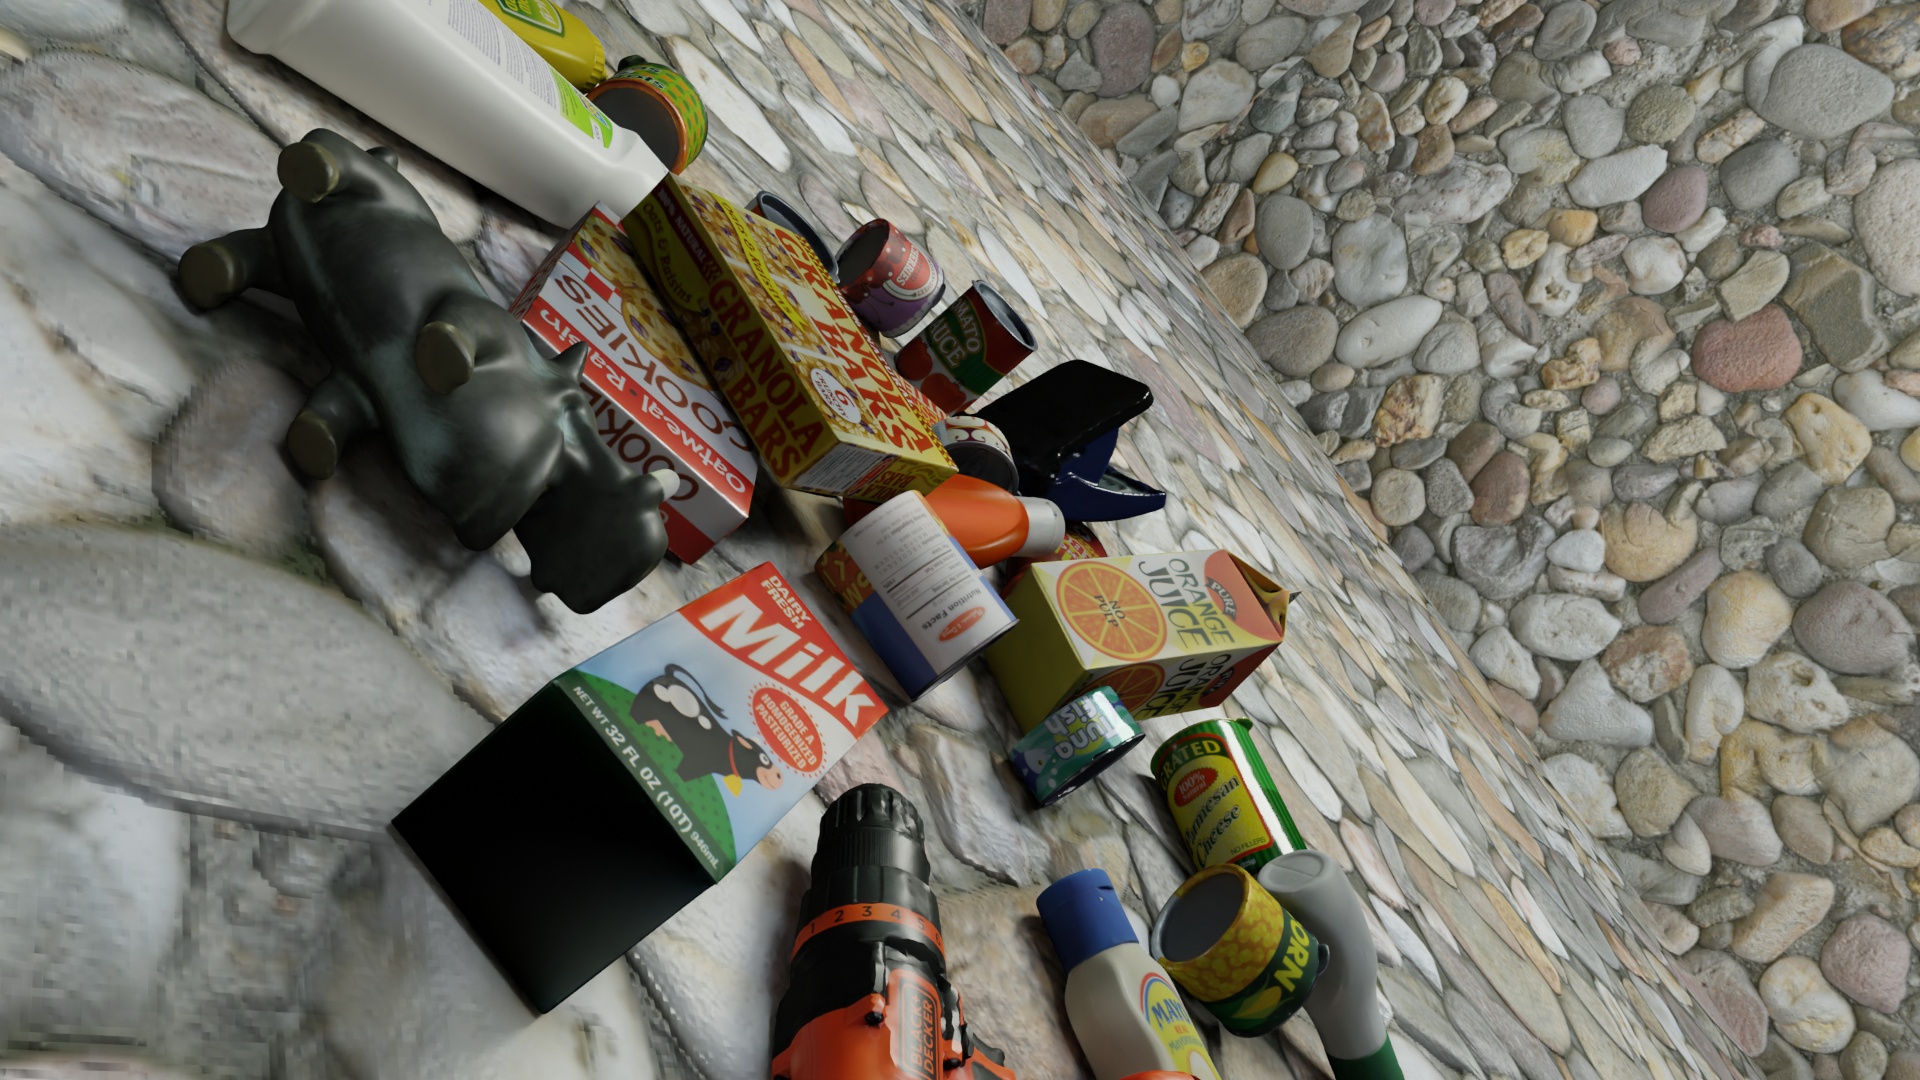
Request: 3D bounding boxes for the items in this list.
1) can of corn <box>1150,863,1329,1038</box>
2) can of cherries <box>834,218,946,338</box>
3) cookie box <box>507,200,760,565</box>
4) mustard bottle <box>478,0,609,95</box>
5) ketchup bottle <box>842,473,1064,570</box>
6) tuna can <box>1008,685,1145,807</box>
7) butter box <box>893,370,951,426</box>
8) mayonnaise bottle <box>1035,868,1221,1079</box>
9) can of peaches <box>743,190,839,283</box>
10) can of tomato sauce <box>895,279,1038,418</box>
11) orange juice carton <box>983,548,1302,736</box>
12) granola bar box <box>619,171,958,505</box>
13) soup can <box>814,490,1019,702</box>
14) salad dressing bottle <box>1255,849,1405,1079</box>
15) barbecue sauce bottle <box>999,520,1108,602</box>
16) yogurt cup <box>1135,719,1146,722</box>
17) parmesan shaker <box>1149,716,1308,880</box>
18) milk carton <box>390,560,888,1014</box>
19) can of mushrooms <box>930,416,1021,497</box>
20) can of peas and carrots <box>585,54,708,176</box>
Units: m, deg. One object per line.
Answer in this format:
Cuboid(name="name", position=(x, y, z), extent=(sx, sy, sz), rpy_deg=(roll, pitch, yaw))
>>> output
Cuboid(name="can of corn", position=(0.142, 0.208, 0.712), extent=(0.058, 0.071, 0.071), rpy_deg=(45, 20, -14))
Cuboid(name="can of cherries", position=(-0.053, -0.190, 1.000), extent=(0.058, 0.071, 0.072), rpy_deg=(38, 23, -33))
Cuboid(name="cookie box", position=(-0.147, -0.077, 0.637), extent=(0.122, 0.040, 0.168), rpy_deg=(43, 20, -23))
Cuboid(name="mustard bottle", position=(-0.244, -0.280, 0.773), extent=(0.065, 0.048, 0.160), rpy_deg=(57, 20, 12))
Cuboid(name="ketchup bottle", position=(0.003, -0.010, 0.796), extent=(0.149, 0.043, 0.065), rpy_deg=(3, 50, -49))
Cuboid(name="tuna can", position=(0.060, 0.106, 0.719), extent=(0.033, 0.071, 0.071), rpy_deg=(55, 19, 16))
Cuboid(name="butter box", position=(-0.040, -0.083, 0.906), extent=(0.103, 0.024, 0.053), rpy_deg=(37, 24, -33))
Cuboid(name="mayonnaise bottle", position=(0.078, 0.216, 0.601), extent=(0.065, 0.041, 0.148), rpy_deg=(23, 34, -51))
Cuboid(name="can of peaches", position=(-0.116, -0.164, 0.834), extent=(0.071, 0.058, 0.071), rpy_deg=(44, 20, -20))
Cuboid(name="can of tomato sauce", position=(0.003, -0.139, 1.011), extent=(0.071, 0.083, 0.071), rpy_deg=(43, 20, -20))
Cuboid(name="orange juice carton", position=(0.114, 0.056, 0.812), extent=(0.193, 0.071, 0.073), rpy_deg=(-4, 53, -35))
Cuboid(name="granola bar box", position=(-0.083, -0.094, 0.690), extent=(0.166, 0.039, 0.124), rpy_deg=(57, 19, 18))
Cuboid(name="soup can", position=(-0.023, 0.028, 0.686), extent=(0.084, 0.071, 0.071), rpy_deg=(53, 19, 7))
Cuboid(name="salad dressing bottle", position=(0.207, 0.246, 0.770), extent=(0.044, 0.064, 0.147), rpy_deg=(-28, 104, -29))
Cuboid(name="barbecue sauce bottle", position=(0.057, 0.022, 0.899), extent=(0.065, 0.043, 0.149), rpy_deg=(42, 20, 1))
Cuboid(name="yogurt cup", position=(0.117, 0.077, 0.905), extent=(0.072, 0.072, 0.054), rpy_deg=(22, 26, -55))
Cuboid(name="parmesan shaker", position=(0.166, 0.166, 0.838), extent=(0.071, 0.071, 0.103), rpy_deg=(32, 27, -43))
Cuboid(name="milk carton", position=(-0.086, 0.065, 0.462), extent=(0.072, 0.073, 0.191), rpy_deg=(51, 19, 0))
Cuboid(name="can of mushrooms", position=(0.003, -0.041, 0.858), extent=(0.071, 0.071, 0.033), rpy_deg=(39, 21, -31))
Cuboid(name="can of peas and carrots", position=(-0.185, -0.240, 0.802), extent=(0.071, 0.071, 0.059), rpy_deg=(44, 21, -19))
